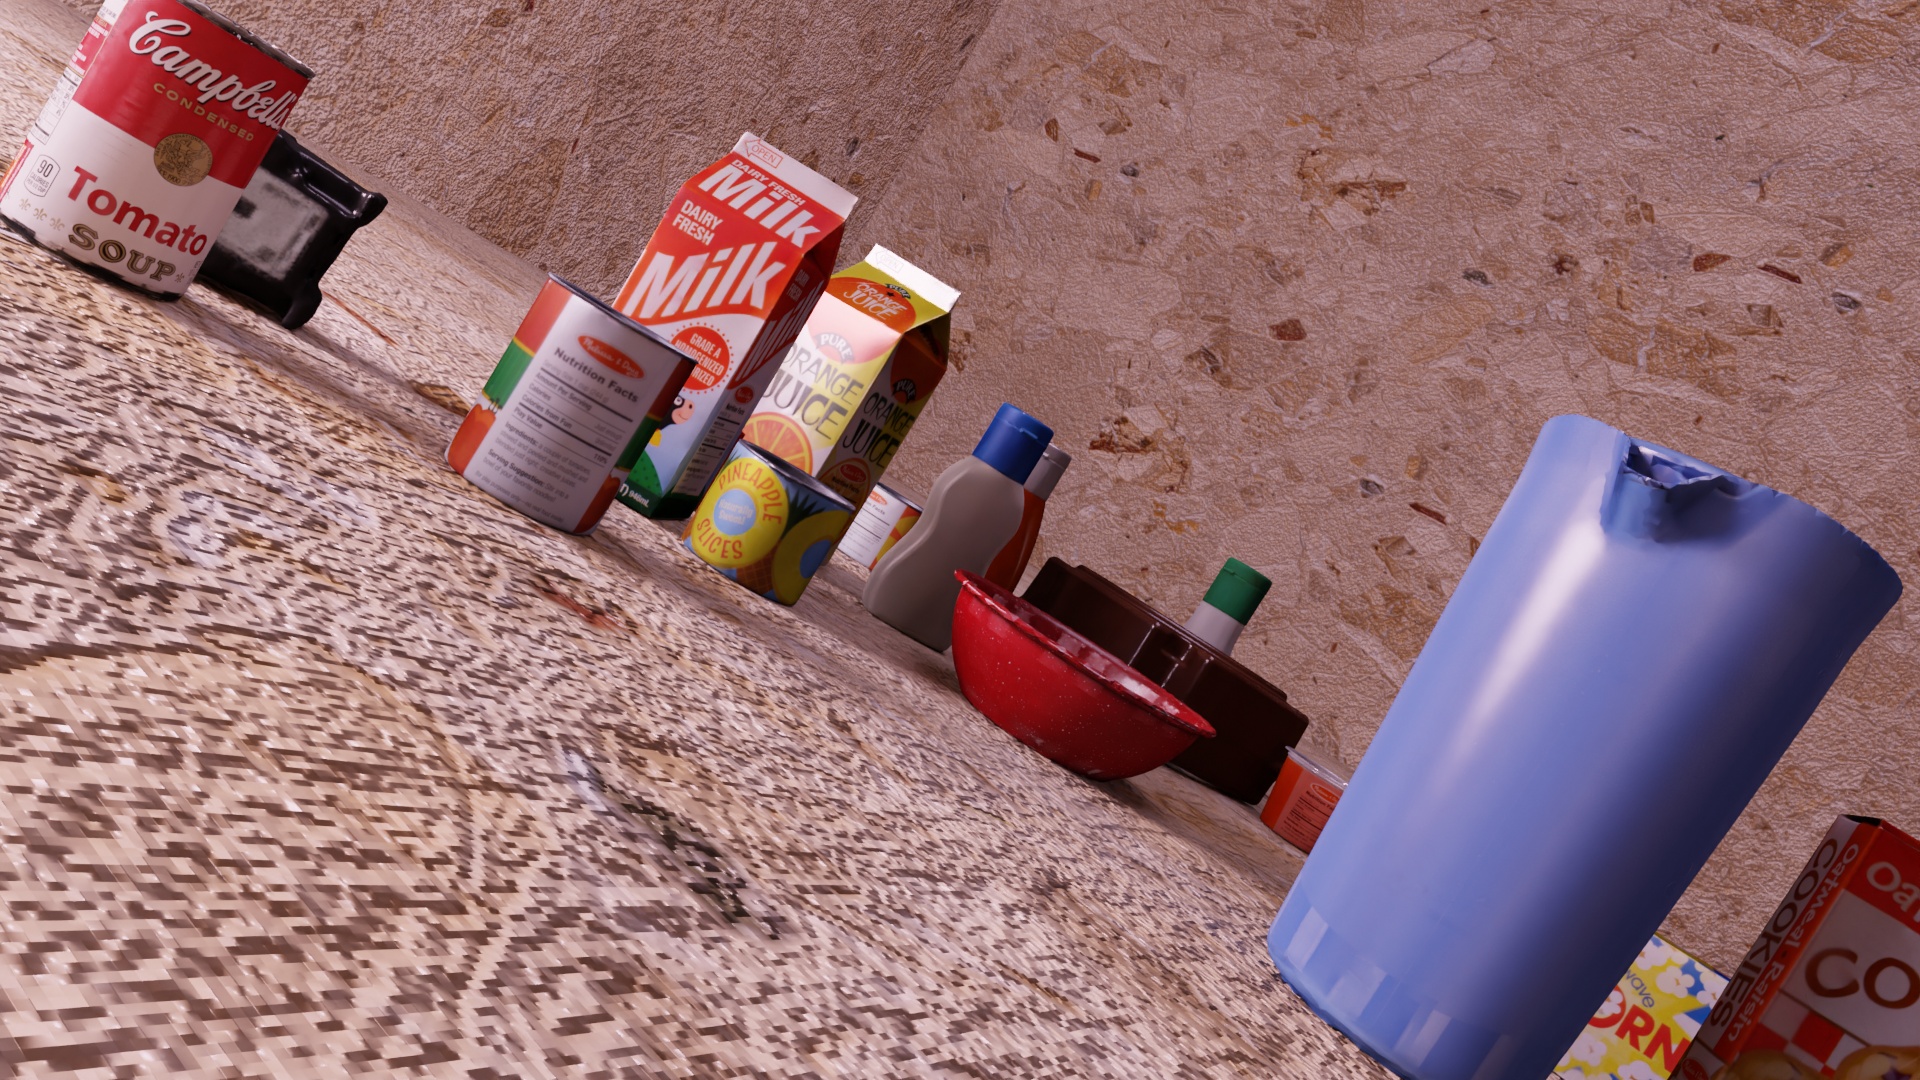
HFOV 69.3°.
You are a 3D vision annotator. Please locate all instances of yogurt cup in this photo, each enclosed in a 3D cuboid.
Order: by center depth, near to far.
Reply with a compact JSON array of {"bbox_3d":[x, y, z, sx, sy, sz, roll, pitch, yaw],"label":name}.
[{"bbox_3d":[0.244,0.185,0.961,0.072,0.054,0.072,31,2,-1],"label":"yogurt cup"}]

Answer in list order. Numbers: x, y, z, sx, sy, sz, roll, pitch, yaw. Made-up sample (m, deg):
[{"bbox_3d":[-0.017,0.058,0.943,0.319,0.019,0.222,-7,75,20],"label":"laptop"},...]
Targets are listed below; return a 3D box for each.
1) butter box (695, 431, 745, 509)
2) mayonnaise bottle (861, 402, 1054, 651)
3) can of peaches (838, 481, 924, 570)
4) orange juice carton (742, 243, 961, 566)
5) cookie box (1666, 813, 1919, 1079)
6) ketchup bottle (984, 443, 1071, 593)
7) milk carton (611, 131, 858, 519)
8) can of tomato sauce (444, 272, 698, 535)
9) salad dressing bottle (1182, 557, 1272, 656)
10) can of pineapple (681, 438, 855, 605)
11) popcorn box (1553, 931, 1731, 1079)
[{"bbox_3d":[-0.182,-0.066,0.797,0.103,0.053,0.024,31,2,-3],"label":"butter box"},{"bbox_3d":[0.003,-0.010,0.828,0.065,0.148,0.041,31,2,-17],"label":"mayonnaise bottle"},{"bbox_3d":[-0.059,-0.008,1.065,0.071,0.058,0.071,31,2,-1],"label":"can of peaches"},{"bbox_3d":[-0.076,-0.086,0.856,0.072,0.192,0.073,32,2,24],"label":"orange juice carton"},{"bbox_3d":[0.345,0.205,0.510,0.123,0.167,0.040,32,2,11],"label":"cookie box"},{"bbox_3d":[0.027,-0.006,1.001,0.065,0.148,0.043,32,2,11],"label":"ketchup bottle"},{"bbox_3d":[-0.129,-0.109,0.707,0.072,0.190,0.073,32,2,4],"label":"milk carton"},{"bbox_3d":[-0.154,-0.053,0.552,0.071,0.083,0.071,31,2,-1],"label":"can of tomato sauce"},{"bbox_3d":[0.170,0.083,0.998,0.044,0.147,0.064,30,2,-35],"label":"salad dressing bottle"},{"bbox_3d":[-0.095,-0.009,0.677,0.071,0.058,0.071,31,2,-1],"label":"can of pineapple"},{"bbox_3d":[0.307,0.220,0.697,0.127,0.085,0.038,33,3,38],"label":"popcorn box"}]
